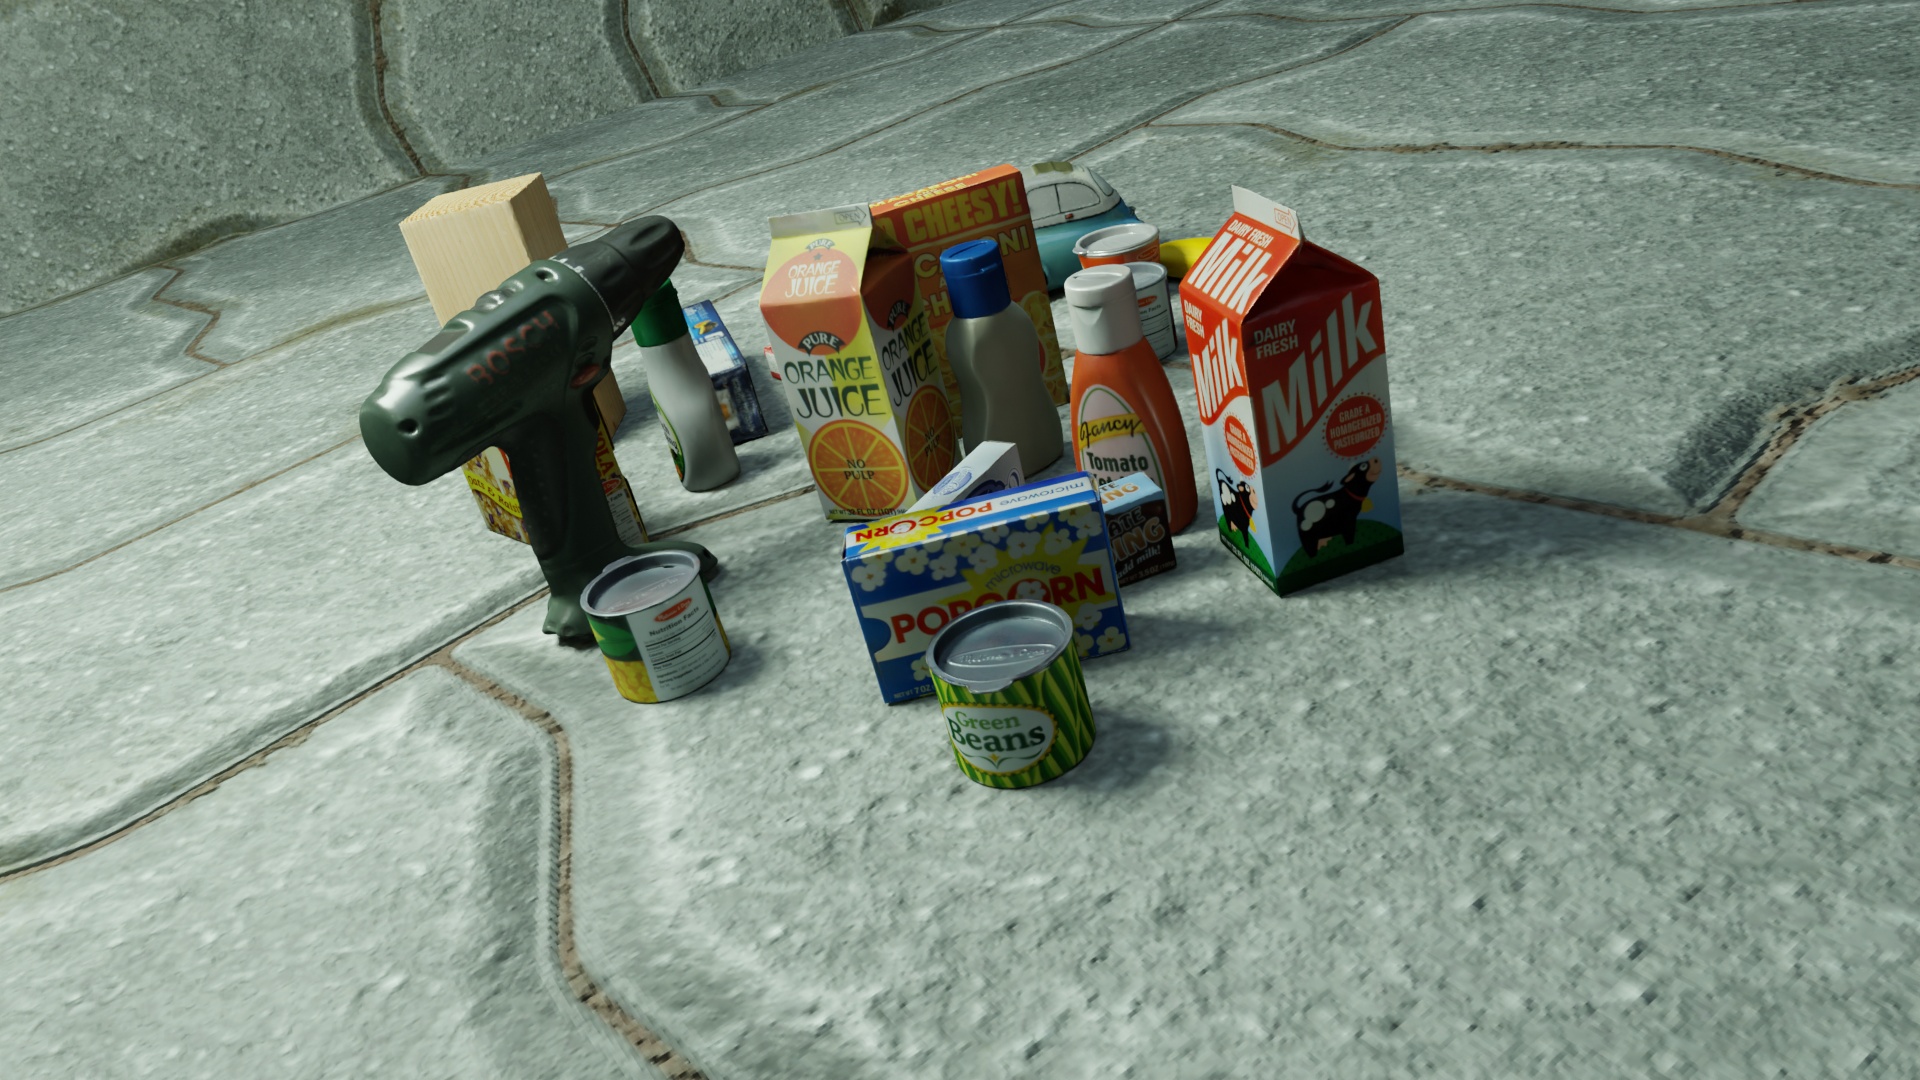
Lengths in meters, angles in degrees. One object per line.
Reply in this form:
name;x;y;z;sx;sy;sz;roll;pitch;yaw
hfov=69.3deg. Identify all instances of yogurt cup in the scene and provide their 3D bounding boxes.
yogurt cup;0.130;-0.220;1.119;0.072;0.053;0.073;-12;27;6

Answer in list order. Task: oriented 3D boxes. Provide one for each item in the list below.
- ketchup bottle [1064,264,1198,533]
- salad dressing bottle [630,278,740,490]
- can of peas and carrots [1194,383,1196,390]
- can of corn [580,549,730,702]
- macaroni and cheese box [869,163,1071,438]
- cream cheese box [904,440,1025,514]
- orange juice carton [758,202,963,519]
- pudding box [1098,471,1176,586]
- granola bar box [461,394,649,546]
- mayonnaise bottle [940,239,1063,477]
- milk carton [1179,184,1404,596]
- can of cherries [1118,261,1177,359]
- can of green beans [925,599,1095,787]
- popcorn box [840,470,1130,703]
ketchup bottle;0.089;-0.075;0.761;0.064;0.148;0.044;4;32;33
salad dressing bottle;-0.195;-0.108;0.964;0.044;0.147;0.064;-20;27;-10
can of peas and carrots;0.173;-0.076;0.820;0.071;0.058;0.071;-12;27;6
can of corn;-0.166;0.046;0.756;0.071;0.058;0.071;-12;27;6
macaroni and cheese box;-0.004;-0.156;0.940;0.124;0.165;0.040;-19;27;-8
cream cheese box;0.003;-0.010;0.783;0.024;0.053;0.104;5;33;33
orange juice carton;-0.063;-0.111;0.856;0.072;0.191;0.073;0;30;26
pudding box;0.068;0.001;0.734;0.084;0.049;0.030;-20;27;-10
granola bar box;-0.286;-0.055;0.933;0.165;0.123;0.039;14;38;43
mayonnaise bottle;0.022;-0.111;0.862;0.065;0.147;0.041;-29;30;-25
milk carton;0.161;-0.077;0.683;0.073;0.189;0.072;-19;27;-8
can of cherries;0.122;-0.165;1.015;0.071;0.058;0.072;-12;27;6
can of green beans;0.023;0.068;0.620;0.071;0.057;0.071;-12;27;6
popcorn box;0.013;0.023;0.681;0.127;0.085;0.038;-13;27;2
